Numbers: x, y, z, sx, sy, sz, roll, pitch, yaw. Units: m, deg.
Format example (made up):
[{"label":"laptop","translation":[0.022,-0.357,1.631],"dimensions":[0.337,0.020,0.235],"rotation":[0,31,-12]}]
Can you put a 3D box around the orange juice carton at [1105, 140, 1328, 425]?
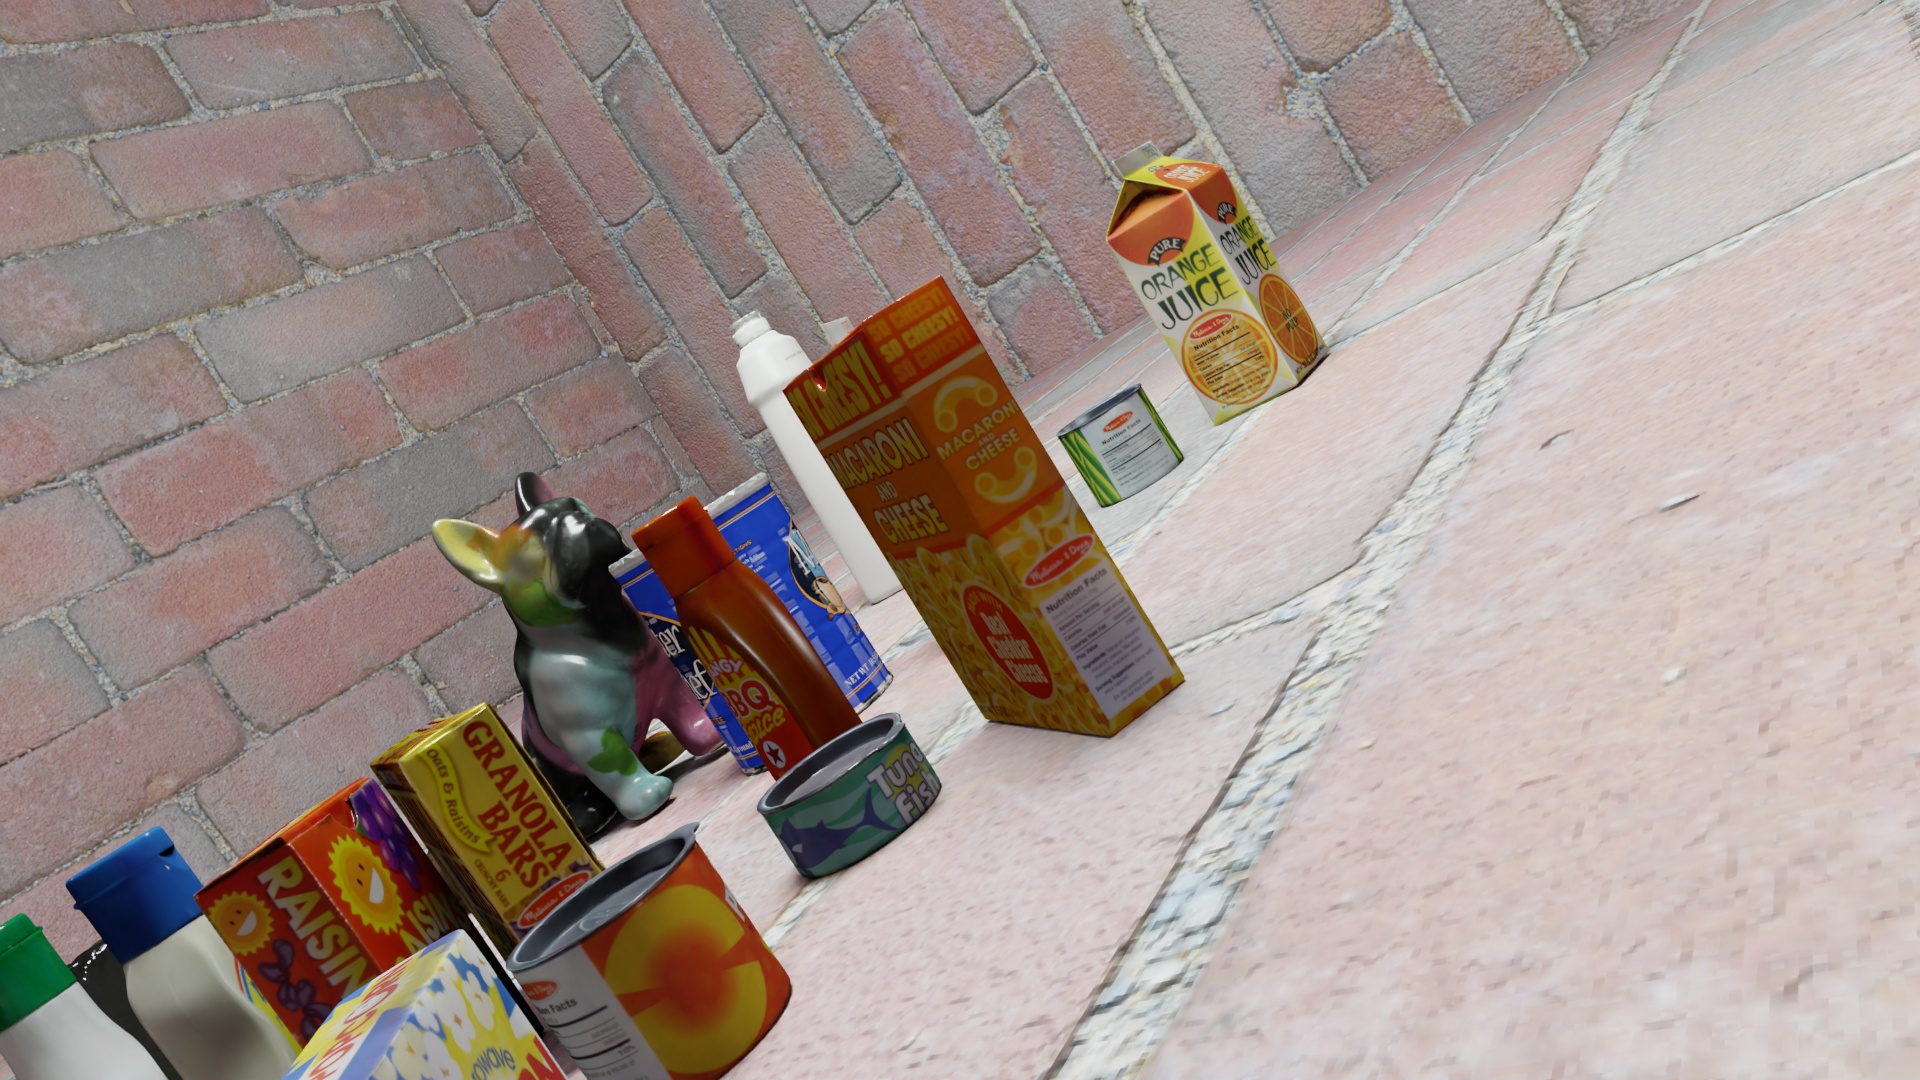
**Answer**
[{"label":"orange juice carton","translation":[0.167,-0.185,0.957],"dimensions":[0.073,0.192,0.072],"rotation":[-27,8,39]}]

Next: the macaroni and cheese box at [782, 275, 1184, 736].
[{"label":"macaroni and cheese box","translation":[0.002,-0.007,0.531],"dimensions":[0.040,0.166,0.123],"rotation":[-34,7,-19]}]

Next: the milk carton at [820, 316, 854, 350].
[{"label":"milk carton","translation":[-0.021,-0.043,0.789],"dimensions":[0.073,0.190,0.072],"rotation":[-31,7,12]}]

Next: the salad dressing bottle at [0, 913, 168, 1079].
[{"label":"salad dressing bottle","translation":[-0.374,0.229,0.593],"dimensions":[0.064,0.147,0.044],"rotation":[-28,8,34]}]

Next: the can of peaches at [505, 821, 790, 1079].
[{"label":"can of peaches","translation":[-0.093,0.131,0.427],"dimensions":[0.071,0.058,0.071],"rotation":[-31,7,4]}]

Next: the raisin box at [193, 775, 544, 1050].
[{"label":"raisin box","translation":[-0.204,0.152,0.494],"dimensions":[0.040,0.123,0.086],"rotation":[-32,7,-2]}]

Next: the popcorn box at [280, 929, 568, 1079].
[{"label":"popcorn box","translation":[-0.111,0.145,0.294],"dimensions":[0.038,0.085,0.126],"rotation":[-33,7,-6]}]

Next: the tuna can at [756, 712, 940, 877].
[{"label":"tuna can","translation":[-0.041,0.098,0.540],"dimensions":[0.071,0.033,0.071],"rotation":[-31,7,4]}]

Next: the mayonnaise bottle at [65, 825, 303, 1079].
[{"label":"mayonnaise bottle","translation":[-0.278,0.179,0.527],"dimensions":[0.041,0.148,0.064],"rotation":[-33,7,-10]}]

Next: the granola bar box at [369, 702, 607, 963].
[{"label":"granola bar box","translation":[-0.179,0.128,0.553],"dimensions":[0.039,0.124,0.165],"rotation":[-35,7,-27]}]

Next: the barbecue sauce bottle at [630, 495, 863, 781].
[{"label":"barbecue sauce bottle","translation":[-0.104,0.049,0.675],"dimensions":[0.044,0.148,0.064],"rotation":[-37,8,-38]}]

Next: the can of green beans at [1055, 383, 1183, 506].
[{"label":"can of green beans","translation":[0.106,-0.063,0.926],"dimensions":[0.071,0.057,0.071],"rotation":[-31,7,4]}]
